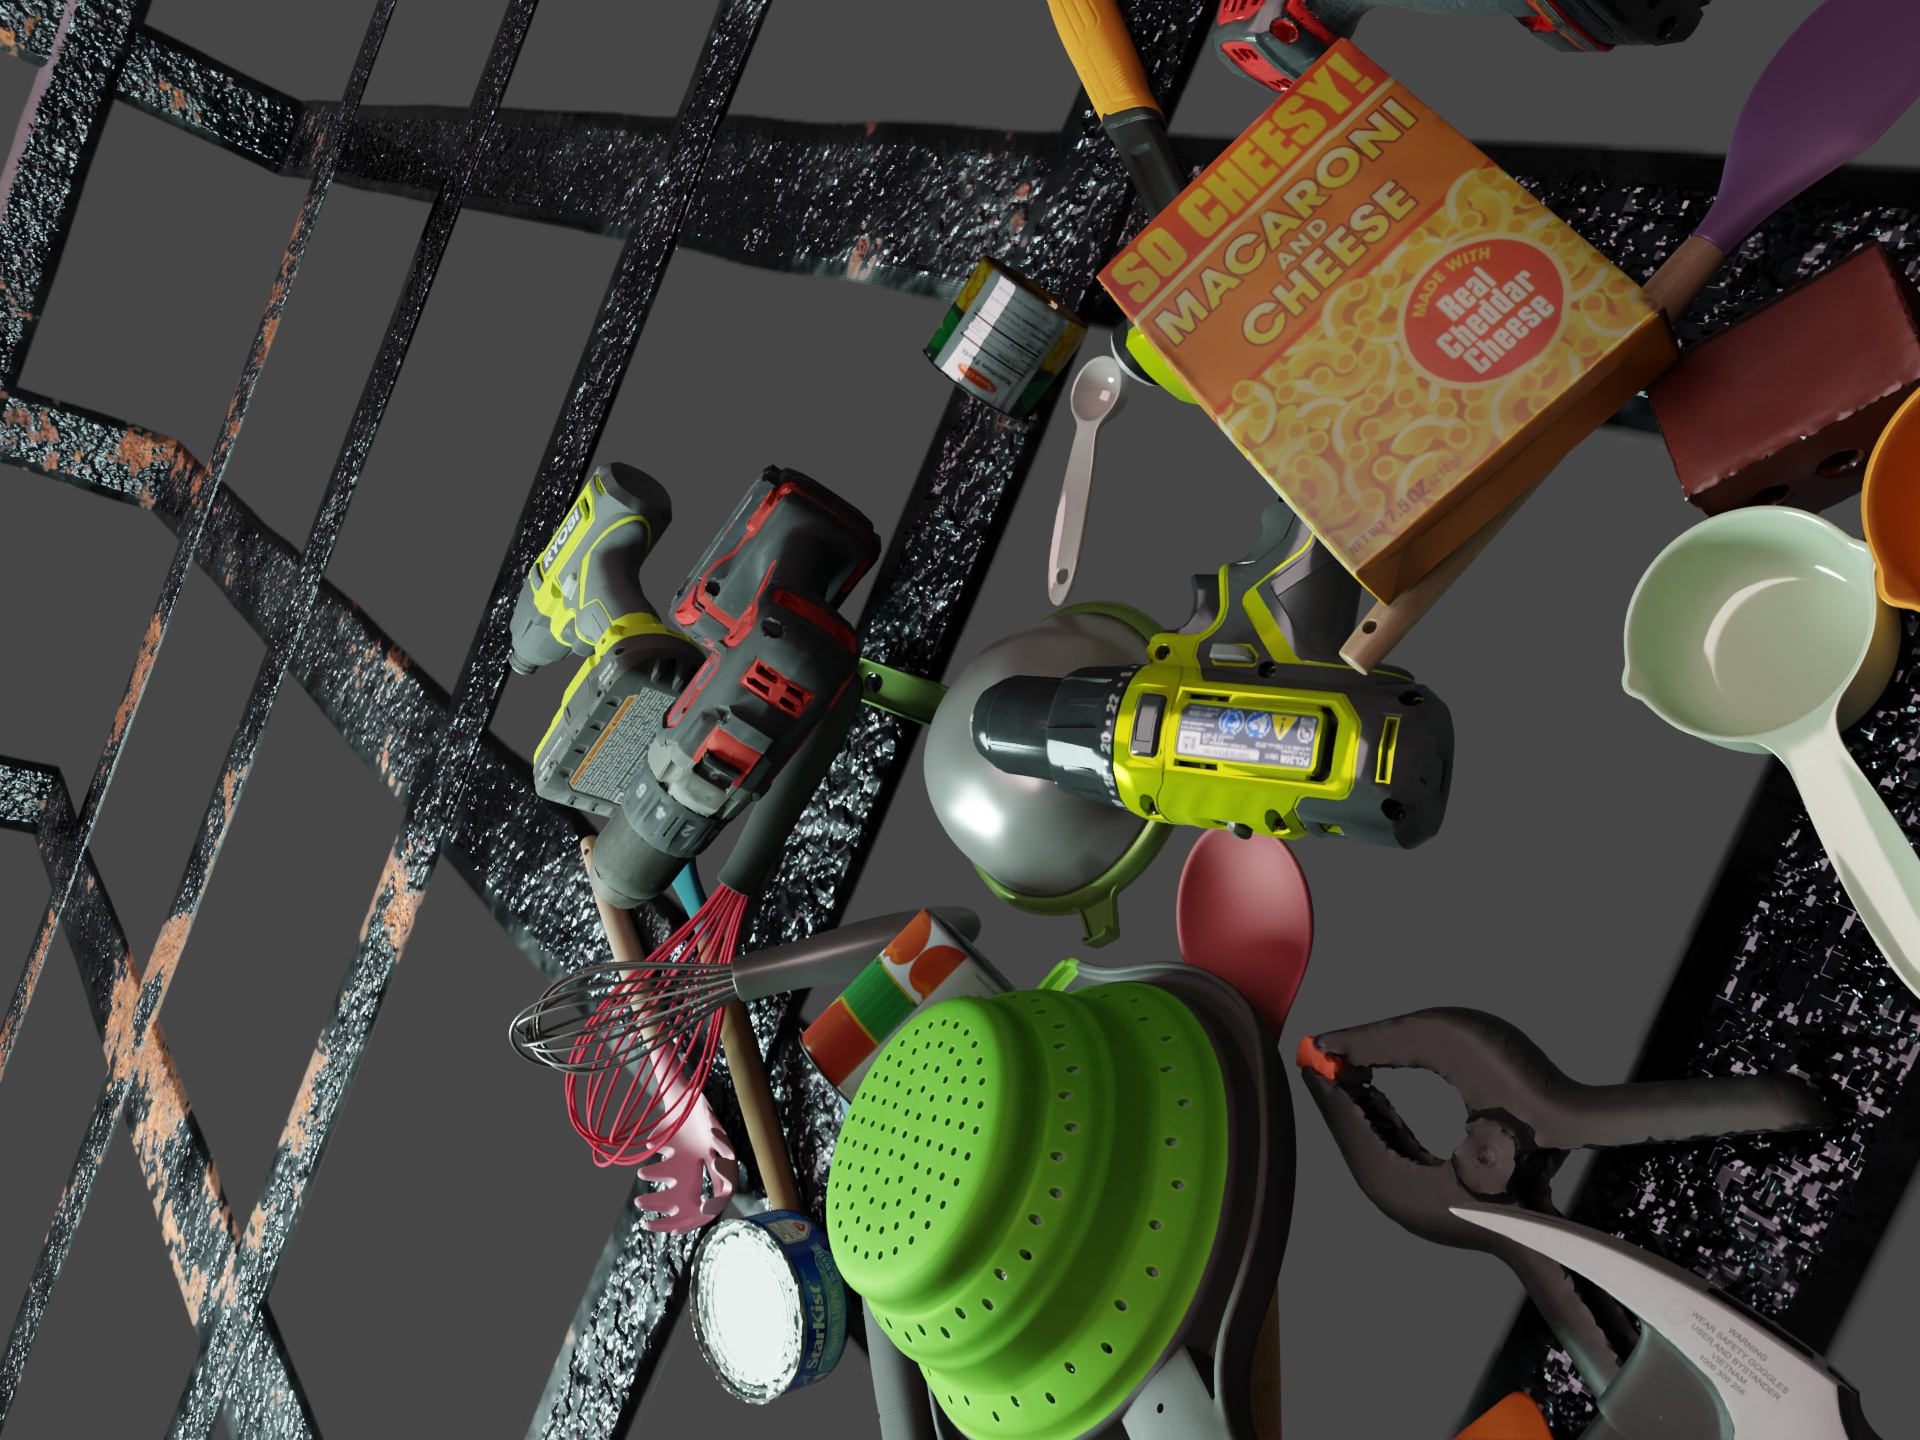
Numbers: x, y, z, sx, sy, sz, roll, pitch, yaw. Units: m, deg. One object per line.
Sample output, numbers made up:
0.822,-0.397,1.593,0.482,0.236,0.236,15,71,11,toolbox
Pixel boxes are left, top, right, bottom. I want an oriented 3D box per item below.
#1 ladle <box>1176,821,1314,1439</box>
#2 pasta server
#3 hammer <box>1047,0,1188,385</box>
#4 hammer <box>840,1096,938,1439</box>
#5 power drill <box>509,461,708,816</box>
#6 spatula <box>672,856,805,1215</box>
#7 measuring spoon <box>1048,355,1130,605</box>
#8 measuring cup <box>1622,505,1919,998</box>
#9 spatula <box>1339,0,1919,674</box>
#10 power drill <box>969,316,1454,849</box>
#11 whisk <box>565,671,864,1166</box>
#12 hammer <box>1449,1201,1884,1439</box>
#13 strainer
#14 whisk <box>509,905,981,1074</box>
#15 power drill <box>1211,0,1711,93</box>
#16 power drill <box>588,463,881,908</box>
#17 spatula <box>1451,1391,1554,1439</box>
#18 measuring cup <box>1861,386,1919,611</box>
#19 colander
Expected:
0.106,0.184,0.575,0.069,0.031,0.316,-29,47,46,ladle
-0.189,0.171,0.941,0.060,0.040,0.317,-44,44,11,pasta server
0.088,-0.327,0.817,0.127,0.034,0.337,-41,48,32,hammer
-0.022,0.304,0.701,0.128,0.033,0.331,-33,52,35,hammer
-0.241,-0.047,1.057,0.171,0.080,0.223,-51,40,22,power drill
-0.123,0.145,0.888,0.082,0.044,0.318,-43,52,29,spatula
0.063,-0.117,0.784,0.034,0.018,0.124,13,92,50,measuring spoon
0.265,0.012,0.482,0.083,0.038,0.168,-37,53,35,measuring cup
0.236,-0.141,0.544,0.316,0.018,0.060,-51,41,4,spatula
0.106,-0.069,0.634,0.191,0.080,0.228,7,80,31,power drill
-0.126,0.103,0.832,0.073,0.073,0.296,34,97,49,whisk
0.122,0.296,0.465,0.146,0.035,0.335,41,99,32,hammer
-0.001,-0.002,0.766,0.257,0.069,0.151,21,92,49,strainer
-0.105,0.128,0.774,0.239,0.055,0.055,-15,59,5,whisk
0.207,-0.342,0.657,0.220,0.078,0.143,24,94,53,power drill
-0.118,-0.020,0.827,0.188,0.080,0.227,-50,18,23,power drill
0.073,0.318,0.558,0.322,0.041,0.081,-30,49,27,spatula
0.323,-0.028,0.421,0.095,0.052,0.174,-46,52,28,measuring cup
0.038,0.199,0.509,0.204,0.094,0.397,-55,26,11,colander
